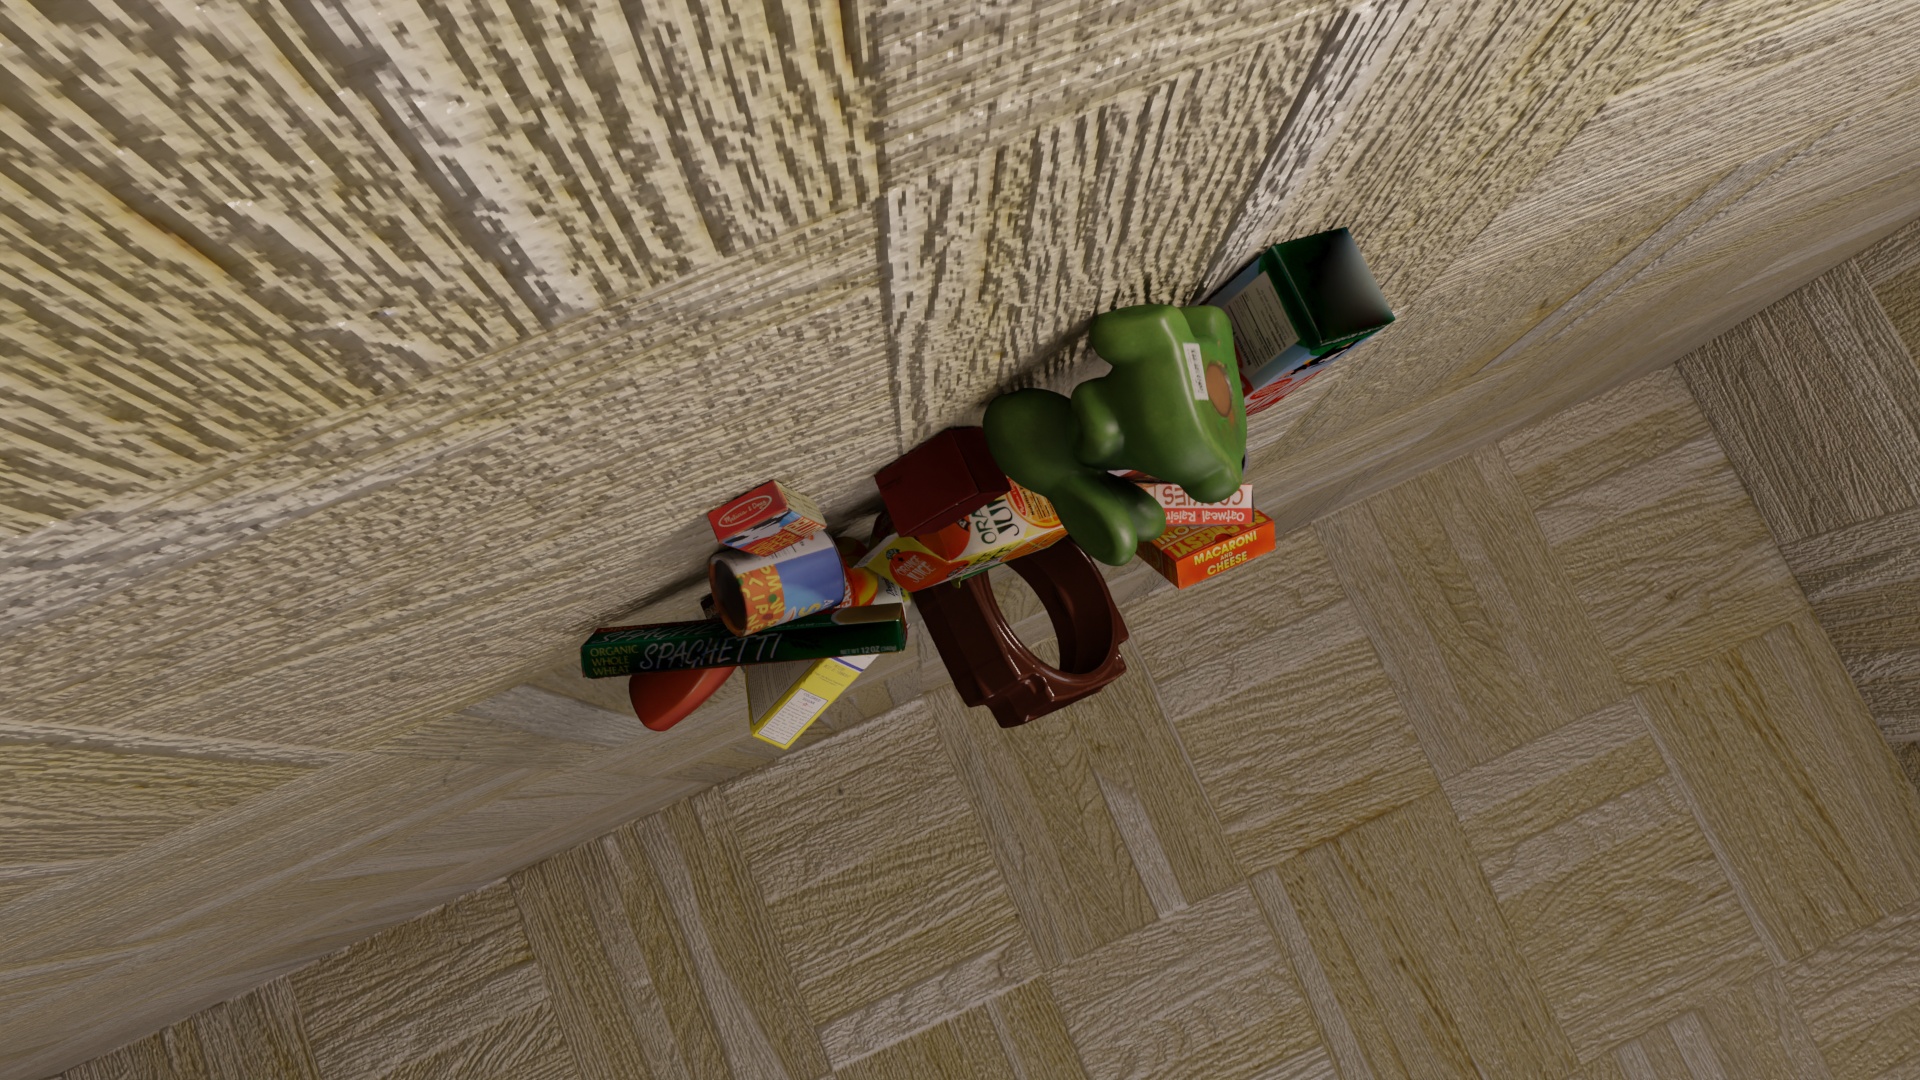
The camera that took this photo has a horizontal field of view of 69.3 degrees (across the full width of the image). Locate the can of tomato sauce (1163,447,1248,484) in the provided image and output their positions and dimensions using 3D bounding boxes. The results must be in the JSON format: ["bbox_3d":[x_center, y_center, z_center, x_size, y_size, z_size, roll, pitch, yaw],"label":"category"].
[{"bbox_3d":[0.252,-0.076,1.449,0.071,0.071,0.083,-22,171,-14],"label":"can of tomato sauce"}]

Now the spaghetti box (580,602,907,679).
[{"bbox_3d":[-0.167,0.078,1.080,0.250,0.028,0.050,-5,-167,1],"label":"spaghetti box"}]

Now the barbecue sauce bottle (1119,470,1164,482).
[{"bbox_3d":[0.165,-0.077,1.286,0.065,0.043,0.149,-16,175,26],"label":"barbecue sauce bottle"}]

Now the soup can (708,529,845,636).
[{"bbox_3d":[-0.138,0.032,1.051,0.084,0.071,0.071,-18,169,-29],"label":"soup can"}]

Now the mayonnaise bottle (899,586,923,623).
[{"bbox_3d":[-0.074,0.048,1.336,0.041,0.065,0.148,-26,167,21],"label":"mayonnaise bottle"}]

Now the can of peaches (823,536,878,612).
[{"bbox_3d":[-0.108,0.033,1.139,0.058,0.071,0.071,-15,167,-48],"label":"can of peaches"}]

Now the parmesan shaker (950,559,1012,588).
[{"bbox_3d":[0.030,-0.008,1.251,0.103,0.071,0.071,-21,170,-21],"label":"parmesan shaker"}]

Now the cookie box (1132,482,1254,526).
[{"bbox_3d":[0.166,-0.033,1.282,0.168,0.040,0.123,0,-179,-24],"label":"cookie box"}]

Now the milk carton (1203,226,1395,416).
[{"bbox_3d":[0.203,-0.134,0.968,0.072,0.073,0.189,-19,170,-30],"label":"milk carton"}]

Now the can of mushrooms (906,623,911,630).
[{"bbox_3d":[-0.078,0.068,1.424,0.071,0.071,0.033,-22,169,-11],"label":"can of mushrooms"}]

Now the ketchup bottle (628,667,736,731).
[{"bbox_3d":[-0.242,0.115,1.297,0.148,0.065,0.043,-36,148,17],"label":"ketchup bottle"}]

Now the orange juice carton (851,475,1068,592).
[{"bbox_3d":[0.004,-0.014,1.142,0.193,0.073,0.071,-17,168,-34],"label":"orange juice carton"}]

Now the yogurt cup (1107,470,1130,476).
[{"bbox_3d":[0.123,-0.083,1.116,0.072,0.054,0.072,-24,170,-4],"label":"yogurt cup"}]

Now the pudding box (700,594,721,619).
[{"bbox_3d":[-0.178,0.053,1.194,0.049,0.030,0.084,-29,170,21],"label":"pudding box"}]

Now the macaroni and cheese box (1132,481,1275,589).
[{"bbox_3d":[0.240,-0.020,1.502,0.124,0.040,0.167,-22,-147,-17],"label":"macaroni and cheese box"}]

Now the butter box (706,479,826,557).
[{"bbox_3d":[-0.131,-0.014,0.956,0.053,0.024,0.103,-26,171,5],"label":"butter box"}]

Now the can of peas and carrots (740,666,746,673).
[{"bbox_3d":[-0.183,0.103,1.349,0.071,0.071,0.058,-22,170,-11],"label":"can of peas and carrots"}]
